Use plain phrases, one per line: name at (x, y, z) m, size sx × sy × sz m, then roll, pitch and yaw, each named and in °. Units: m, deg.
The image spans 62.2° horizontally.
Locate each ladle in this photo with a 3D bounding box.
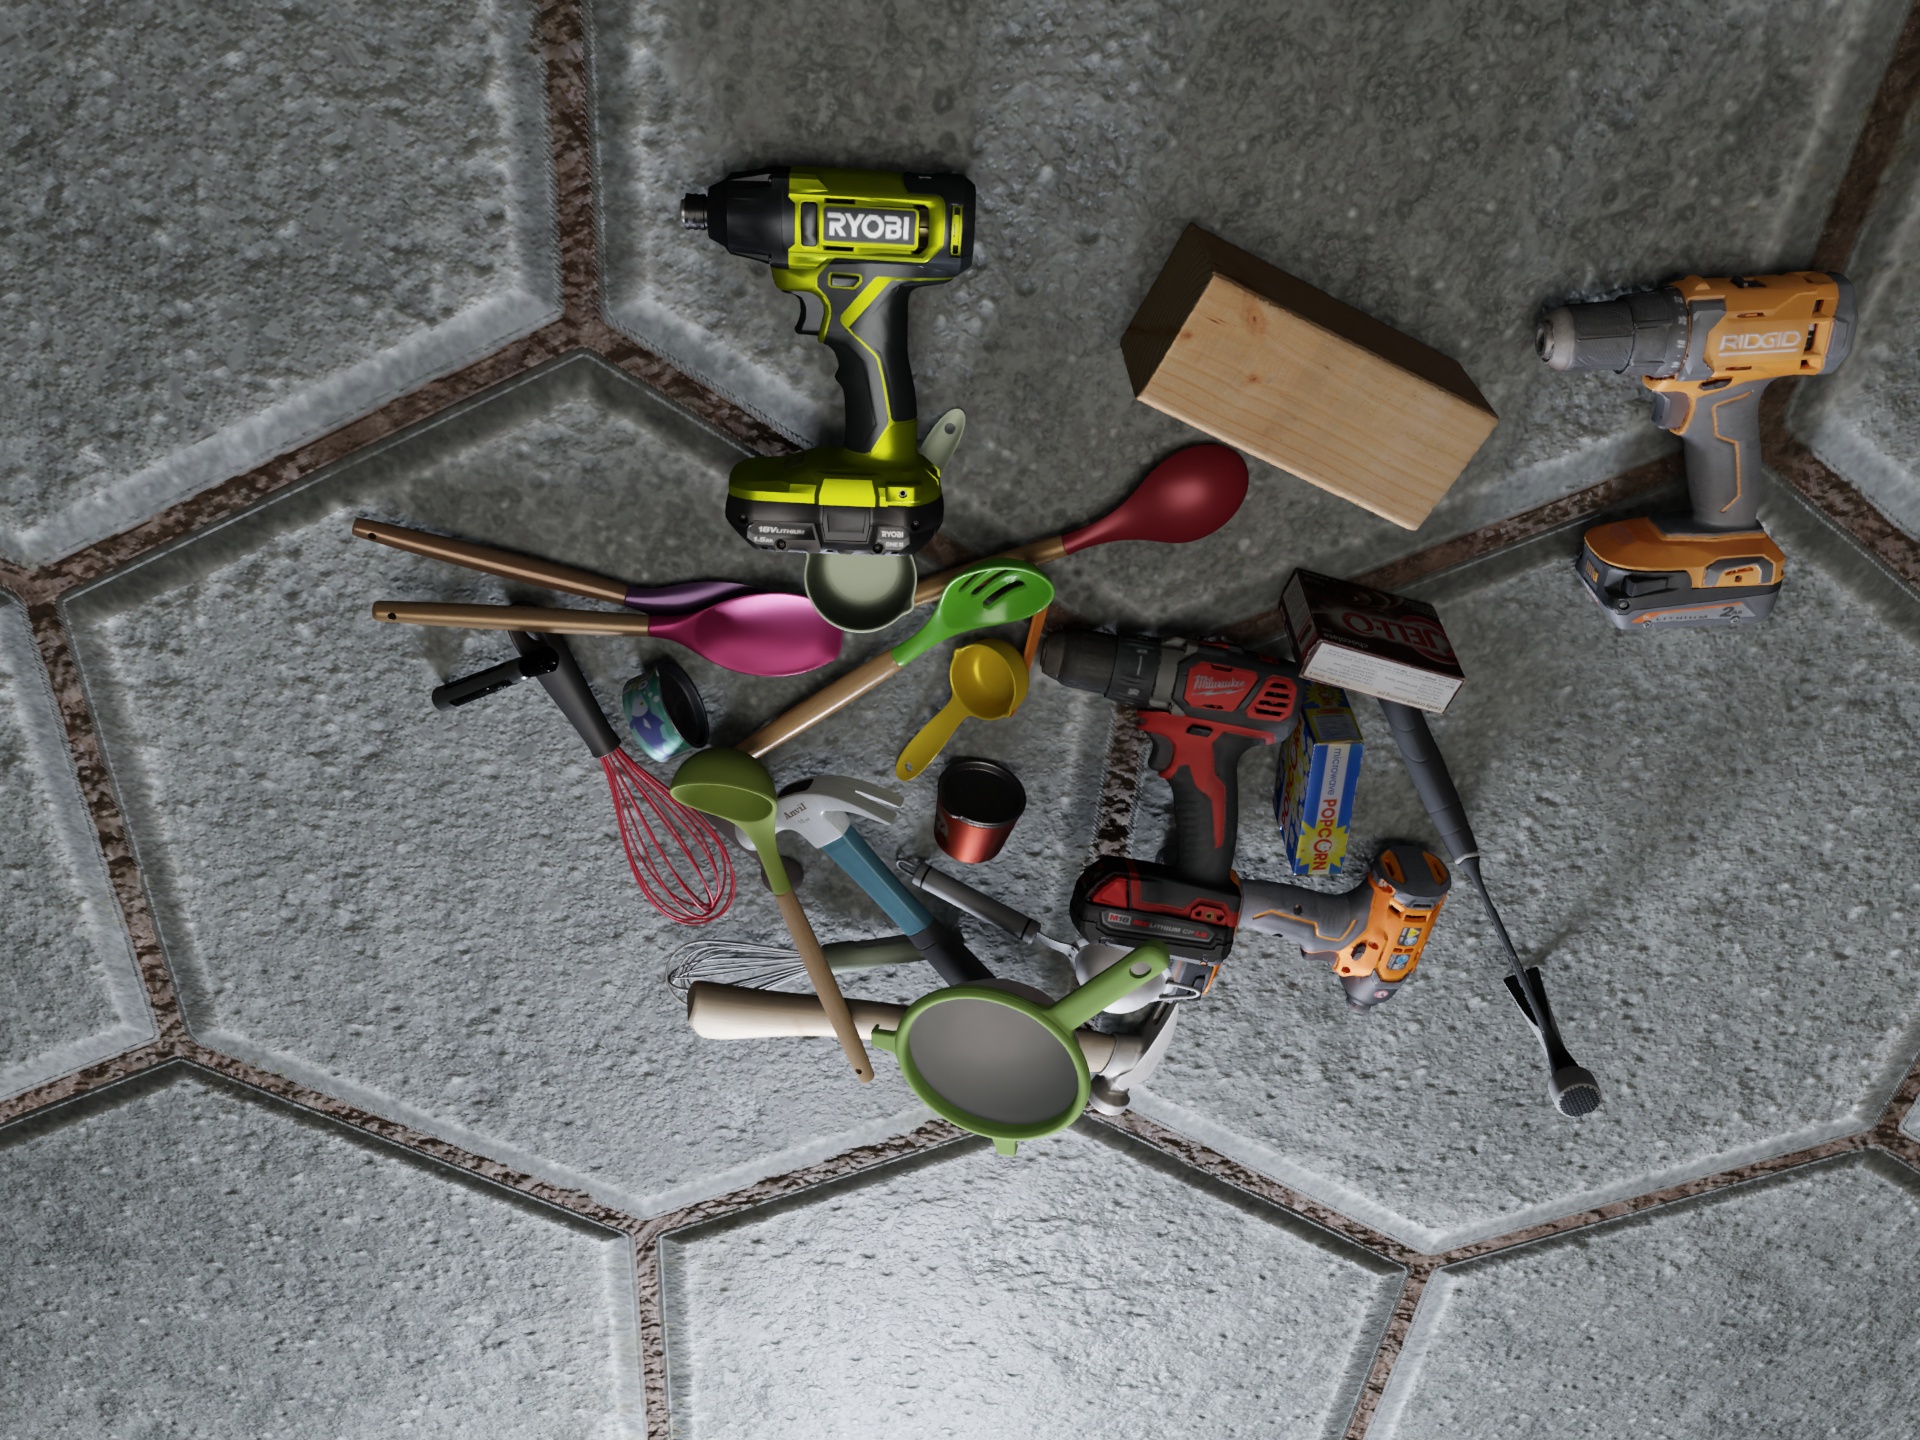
ladle at (0.047, -0.114, 1.093) m, size 0.315 × 0.031 × 0.069 m, roll -18°, pitch 126°, yaw 13°
ladle at (-0.130, 0.157, 1.201) m, size 0.078 × 0.062 × 0.320 m, roll -6°, pitch 118°, yaw 30°

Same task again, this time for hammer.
hammer at (0.397, 0.115, 1.227) m, size 0.036 × 0.149 × 0.408 m, roll -24°, pitch 114°, yaw 14°
hammer at (-0.023, 0.169, 1.236) m, size 0.128 × 0.033 × 0.330 m, roll -30°, pitch 110°, yaw 34°
hammer at (-0.019, 0.248, 1.311) m, size 0.410 × 0.038 × 0.146 m, roll 11°, pitch 124°, yaw -20°

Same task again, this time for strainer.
strainer at (0.064, 0.212, 1.172) m, size 0.151 × 0.069 × 0.256 m, roll 43°, pitch 124°, yaw -10°
strainer at (0.061, 0.171, 1.240) m, size 0.258 × 0.050 × 0.086 m, roll 27°, pitch 144°, yaw 12°

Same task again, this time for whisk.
whisk at (-0.119, 0.195, 1.300) m, size 0.246 × 0.058 × 0.059 m, roll -8°, pitch 99°, yaw -2°
whisk at (-0.250, 0.035, 1.174) m, size 0.073 × 0.073 × 0.295 m, roll -21°, pitch 117°, yaw 13°

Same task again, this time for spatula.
spatula at (-0.256, -0.095, 1.100) m, size 0.315 × 0.018 × 0.059 m, roll 13°, pitch 124°, yaw -13°

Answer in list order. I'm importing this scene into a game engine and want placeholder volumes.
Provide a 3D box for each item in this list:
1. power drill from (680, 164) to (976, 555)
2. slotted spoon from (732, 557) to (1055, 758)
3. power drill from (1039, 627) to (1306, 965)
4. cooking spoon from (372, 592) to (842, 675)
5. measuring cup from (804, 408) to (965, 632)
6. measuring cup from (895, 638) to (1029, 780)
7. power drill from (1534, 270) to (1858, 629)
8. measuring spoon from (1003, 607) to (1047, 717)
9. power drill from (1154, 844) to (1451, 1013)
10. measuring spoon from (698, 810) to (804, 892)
power drill at (-0.082, -0.220, 0.968) m, size 0.171 × 0.080 × 0.223 m, roll 2°, pitch 114°, yaw -3°
slotted spoon at (-0.065, -0.034, 1.129) m, size 0.313 × 0.031 × 0.070 m, roll -31°, pitch 140°, yaw 27°
power drill at (0.134, 0.047, 1.143) m, size 0.188 × 0.080 × 0.226 m, roll 11°, pitch 97°, yaw -1°
cooking spoon at (-0.241, -0.067, 1.099) m, size 0.319 × 0.017 × 0.068 m, roll 3°, pitch 125°, yaw -7°
measuring cup at (-0.043, -0.138, 1.071) m, size 0.083 × 0.038 × 0.167 m, roll 30°, pitch 103°, yaw -9°
measuring cup at (-0.002, -0.004, 1.169) m, size 0.062 × 0.029 × 0.156 m, roll 51°, pitch 132°, yaw 9°
power drill at (0.458, -0.175, 1.031) m, size 0.185 × 0.084 × 0.226 m, roll -3°, pitch 122°, yaw 1°
measuring spoon at (0.046, -0.051, 1.143) m, size 0.011 × 0.021 × 0.116 m, roll 26°, pitch 126°, yaw 16°
power drill at (0.263, 0.174, 1.276) m, size 0.226 × 0.084 × 0.164 m, roll 2°, pitch 128°, yaw -8°
measuring spoon at (-0.169, 0.098, 1.242) m, size 0.034 × 0.018 × 0.124 m, roll -31°, pitch 120°, yaw 19°
